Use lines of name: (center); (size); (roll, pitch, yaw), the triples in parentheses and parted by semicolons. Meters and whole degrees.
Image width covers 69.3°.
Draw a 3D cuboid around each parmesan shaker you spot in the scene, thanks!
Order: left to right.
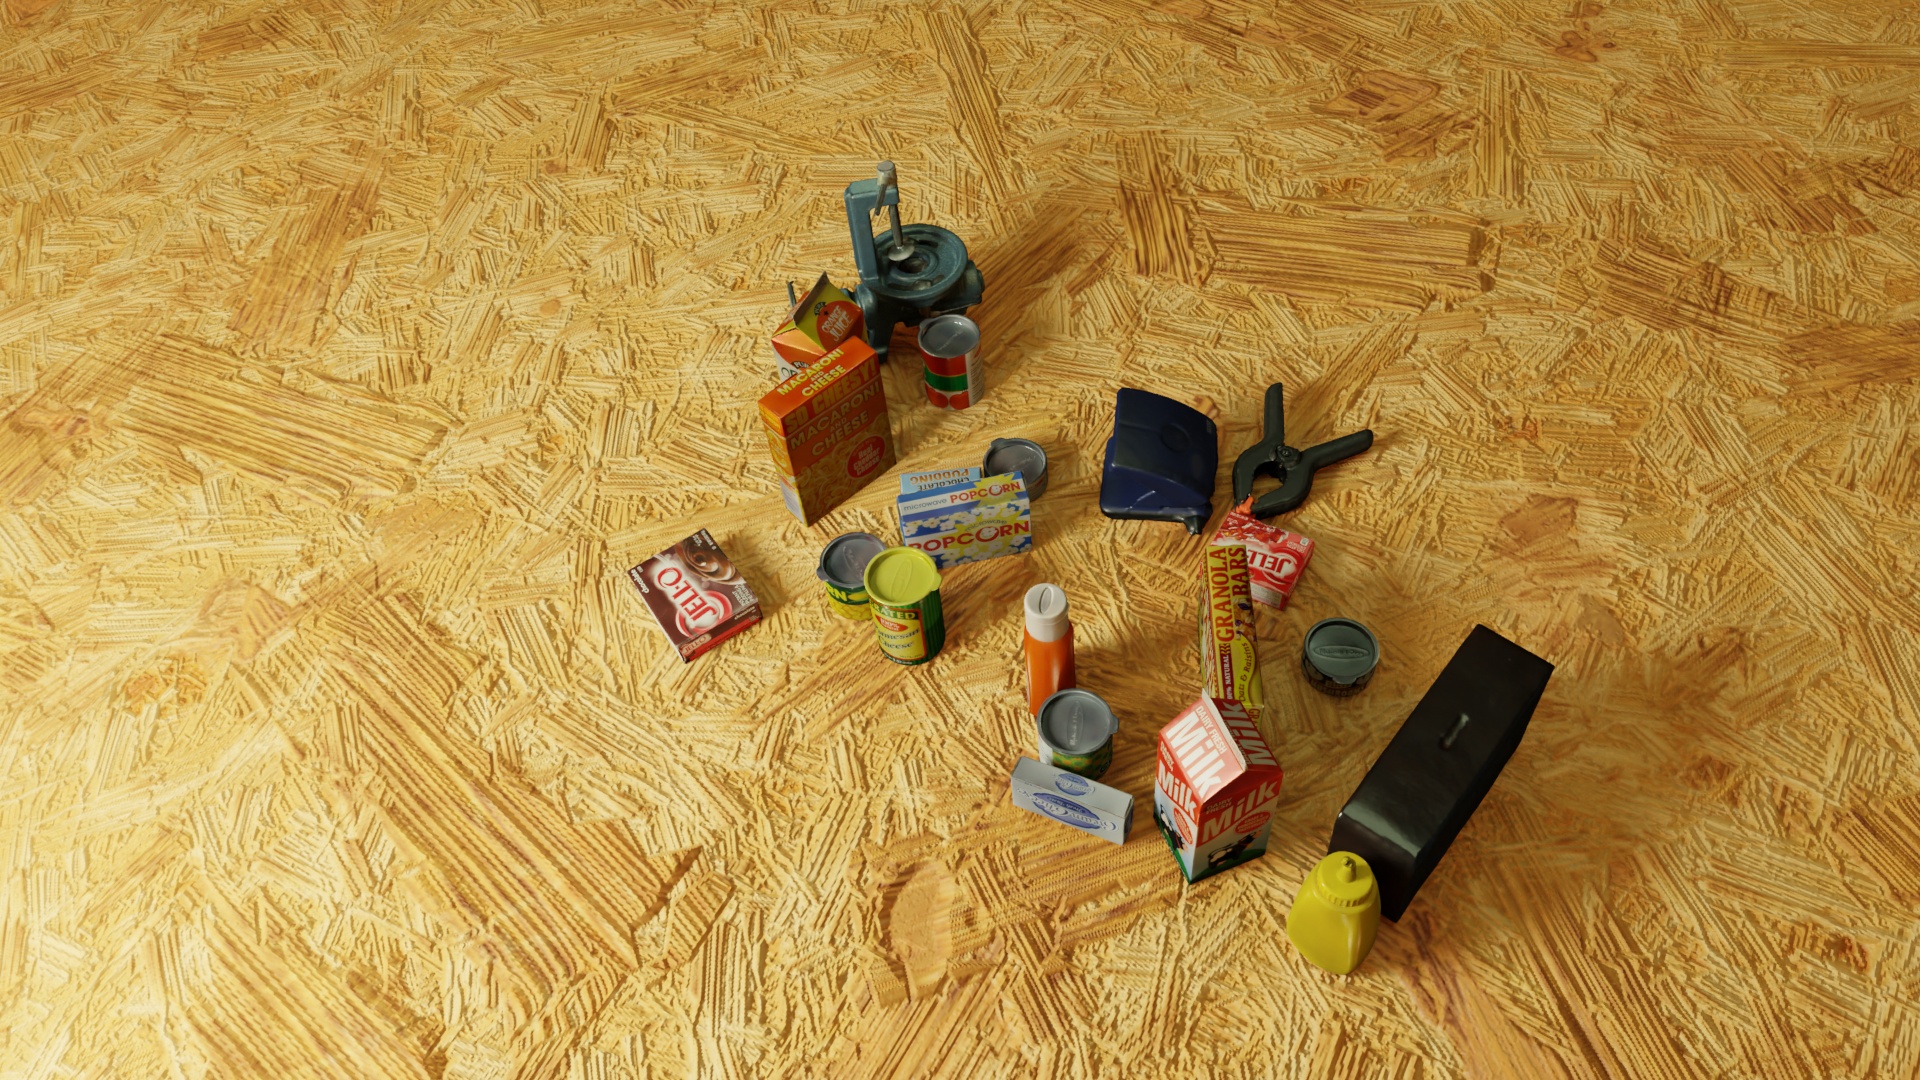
parmesan shaker: (-0.047, 0.063, 1.283); (0.071, 0.102, 0.072); (-3, 52, 4)

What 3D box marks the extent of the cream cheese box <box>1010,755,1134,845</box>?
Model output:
cream cheese box: (0.095, 0.220, 1.176); (0.104, 0.053, 0.024); (17, 56, 18)

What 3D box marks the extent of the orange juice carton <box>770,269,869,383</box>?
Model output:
orange juice carton: (-0.140, -0.183, 1.429); (0.073, 0.191, 0.072); (18, 56, 19)

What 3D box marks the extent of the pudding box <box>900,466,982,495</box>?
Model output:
pudding box: (-0.018, -0.045, 1.399); (0.084, 0.049, 0.030); (-6, 52, 1)

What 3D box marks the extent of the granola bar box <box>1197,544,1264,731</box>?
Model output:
granola bar box: (0.233, 0.106, 1.209); (0.039, 0.123, 0.166); (-1, 52, 5)

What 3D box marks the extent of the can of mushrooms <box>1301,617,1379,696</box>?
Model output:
can of mushrooms: (0.342, 0.107, 1.255); (0.071, 0.033, 0.071); (-3, 52, 3)

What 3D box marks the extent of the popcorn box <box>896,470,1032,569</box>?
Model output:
popcorn box: (0.005, -0.017, 1.352); (0.127, 0.084, 0.038); (-11, 52, -3)

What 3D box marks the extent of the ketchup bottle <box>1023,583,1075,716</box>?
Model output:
ketchup bottle: (0.078, 0.095, 1.217); (0.043, 0.148, 0.065); (7, 53, 11)

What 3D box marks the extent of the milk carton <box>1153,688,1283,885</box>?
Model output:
milk carton: (0.202, 0.193, 1.101); (0.073, 0.189, 0.072); (-20, 53, -10)

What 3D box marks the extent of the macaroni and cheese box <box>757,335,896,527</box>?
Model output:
macaroni and cheese box: (-0.131, -0.107, 1.385); (0.124, 0.165, 0.040); (-38, 58, -22)

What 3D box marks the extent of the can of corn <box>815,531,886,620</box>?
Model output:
can of corn: (-0.101, 0.036, 1.337); (0.071, 0.058, 0.071); (-3, 52, 3)

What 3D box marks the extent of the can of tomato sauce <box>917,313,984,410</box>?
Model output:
can of tomato sauce: (-0.011, -0.191, 1.493); (0.071, 0.082, 0.071); (-3, 52, 4)

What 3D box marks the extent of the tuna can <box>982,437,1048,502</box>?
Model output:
tuna can: (0.055, -0.072, 1.424); (0.071, 0.032, 0.071); (-3, 52, 3)

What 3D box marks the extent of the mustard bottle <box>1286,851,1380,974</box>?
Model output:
mustard bottle: (0.286, 0.274, 1.048); (0.065, 0.159, 0.049); (30, 60, 25)

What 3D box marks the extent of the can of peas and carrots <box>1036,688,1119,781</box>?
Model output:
can of peas and carrots: (0.103, 0.172, 1.210); (0.071, 0.058, 0.071); (-3, 52, 3)
